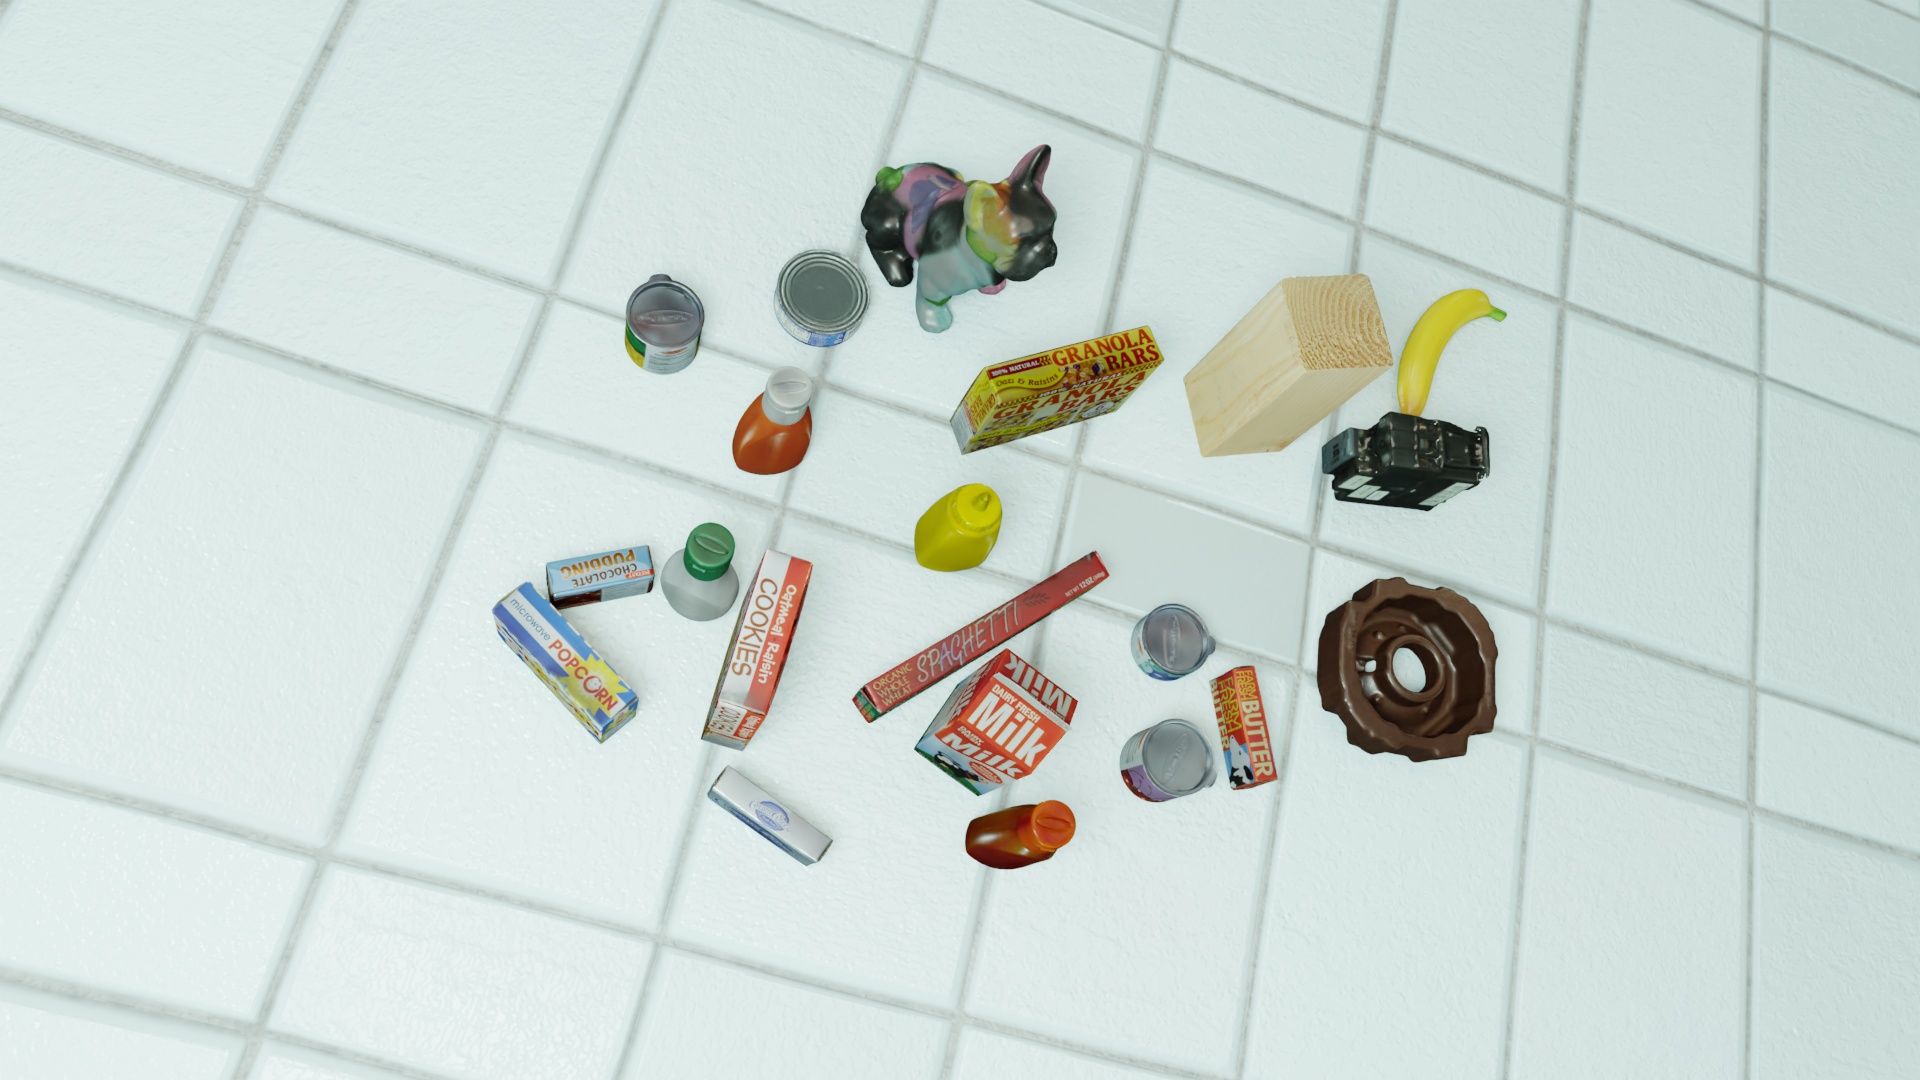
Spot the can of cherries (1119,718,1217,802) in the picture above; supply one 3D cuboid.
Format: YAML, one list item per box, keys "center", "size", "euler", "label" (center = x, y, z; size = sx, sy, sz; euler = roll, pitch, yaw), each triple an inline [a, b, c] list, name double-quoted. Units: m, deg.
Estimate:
- center: [0.180, 0.194, 1.206]
  size: [0.071, 0.058, 0.071]
  euler: [5, 71, -14]
  label: "can of cherries"

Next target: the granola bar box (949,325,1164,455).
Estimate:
- center: [0.084, -0.136, 1.253]
  size: [0.166, 0.123, 0.039]
  euler: [-17, 78, -20]
  label: "granola bar box"

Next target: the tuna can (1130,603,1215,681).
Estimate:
- center: [0.192, 0.093, 1.256]
  size: [0.071, 0.032, 0.071]
  euler: [5, 71, -14]
  label: "tuna can"

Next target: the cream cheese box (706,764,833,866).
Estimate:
- center: [-0.153, 0.221, 1.106]
  size: [0.104, 0.053, 0.024]
  euler: [36, 67, -2]
  label: "cream cheese box"

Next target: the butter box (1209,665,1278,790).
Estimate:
- center: [0.251, 0.167, 1.237]
  size: [0.024, 0.053, 0.104]
  euler: [-4, 73, -17]
  label: "butter box"

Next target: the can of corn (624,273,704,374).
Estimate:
- center: [-0.259, -0.187, 1.210]
  size: [0.071, 0.058, 0.071]
  euler: [5, 71, -14]
  label: "can of corn"

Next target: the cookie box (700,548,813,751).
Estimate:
- center: [-0.161, 0.090, 1.086]
  size: [0.040, 0.167, 0.123]
  euler: [18, 69, -9]
  label: "cookie box"

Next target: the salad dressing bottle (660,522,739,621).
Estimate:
- center: [-0.205, 0.025, 1.106]
  size: [0.064, 0.147, 0.044]
  euler: [27, 68, -6]
  label: "salad dressing bottle"

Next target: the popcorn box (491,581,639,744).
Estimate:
- center: [-0.309, 0.097, 1.087]
  size: [0.127, 0.085, 0.038]
  euler: [46, 67, 2]
  label: "popcorn box"

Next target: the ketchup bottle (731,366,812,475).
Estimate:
- center: [-0.152, -0.099, 1.161]
  size: [0.065, 0.148, 0.043]
  euler: [-7, 75, -17]
  label: "ketchup bottle"

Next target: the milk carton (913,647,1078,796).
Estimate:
- center: [0.031, 0.145, 1.109]
  size: [0.072, 0.190, 0.074]
  euler: [36, 67, -2]
  label: "milk carton"

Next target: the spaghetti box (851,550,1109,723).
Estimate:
- center: [0.019, 0.082, 1.202]
  size: [0.251, 0.050, 0.029]
  euler: [-29, 82, -22]
  label: "spaghetti box"

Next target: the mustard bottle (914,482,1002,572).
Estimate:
- center: [0.004, -0.015, 1.171]
  size: [0.065, 0.159, 0.049]
  euler: [3, 72, -15]
  label: "mustard bottle"

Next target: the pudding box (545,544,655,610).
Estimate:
- center: [-0.294, 0.031, 1.132]
  size: [0.084, 0.049, 0.030]
  euler: [-11, 76, -19]
  label: "pudding box"

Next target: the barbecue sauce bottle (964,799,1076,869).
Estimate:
- center: [0.051, 0.234, 1.107]
  size: [0.065, 0.148, 0.044]
  euler: [13, 70, -11]
  label: "barbecue sauce bottle"
